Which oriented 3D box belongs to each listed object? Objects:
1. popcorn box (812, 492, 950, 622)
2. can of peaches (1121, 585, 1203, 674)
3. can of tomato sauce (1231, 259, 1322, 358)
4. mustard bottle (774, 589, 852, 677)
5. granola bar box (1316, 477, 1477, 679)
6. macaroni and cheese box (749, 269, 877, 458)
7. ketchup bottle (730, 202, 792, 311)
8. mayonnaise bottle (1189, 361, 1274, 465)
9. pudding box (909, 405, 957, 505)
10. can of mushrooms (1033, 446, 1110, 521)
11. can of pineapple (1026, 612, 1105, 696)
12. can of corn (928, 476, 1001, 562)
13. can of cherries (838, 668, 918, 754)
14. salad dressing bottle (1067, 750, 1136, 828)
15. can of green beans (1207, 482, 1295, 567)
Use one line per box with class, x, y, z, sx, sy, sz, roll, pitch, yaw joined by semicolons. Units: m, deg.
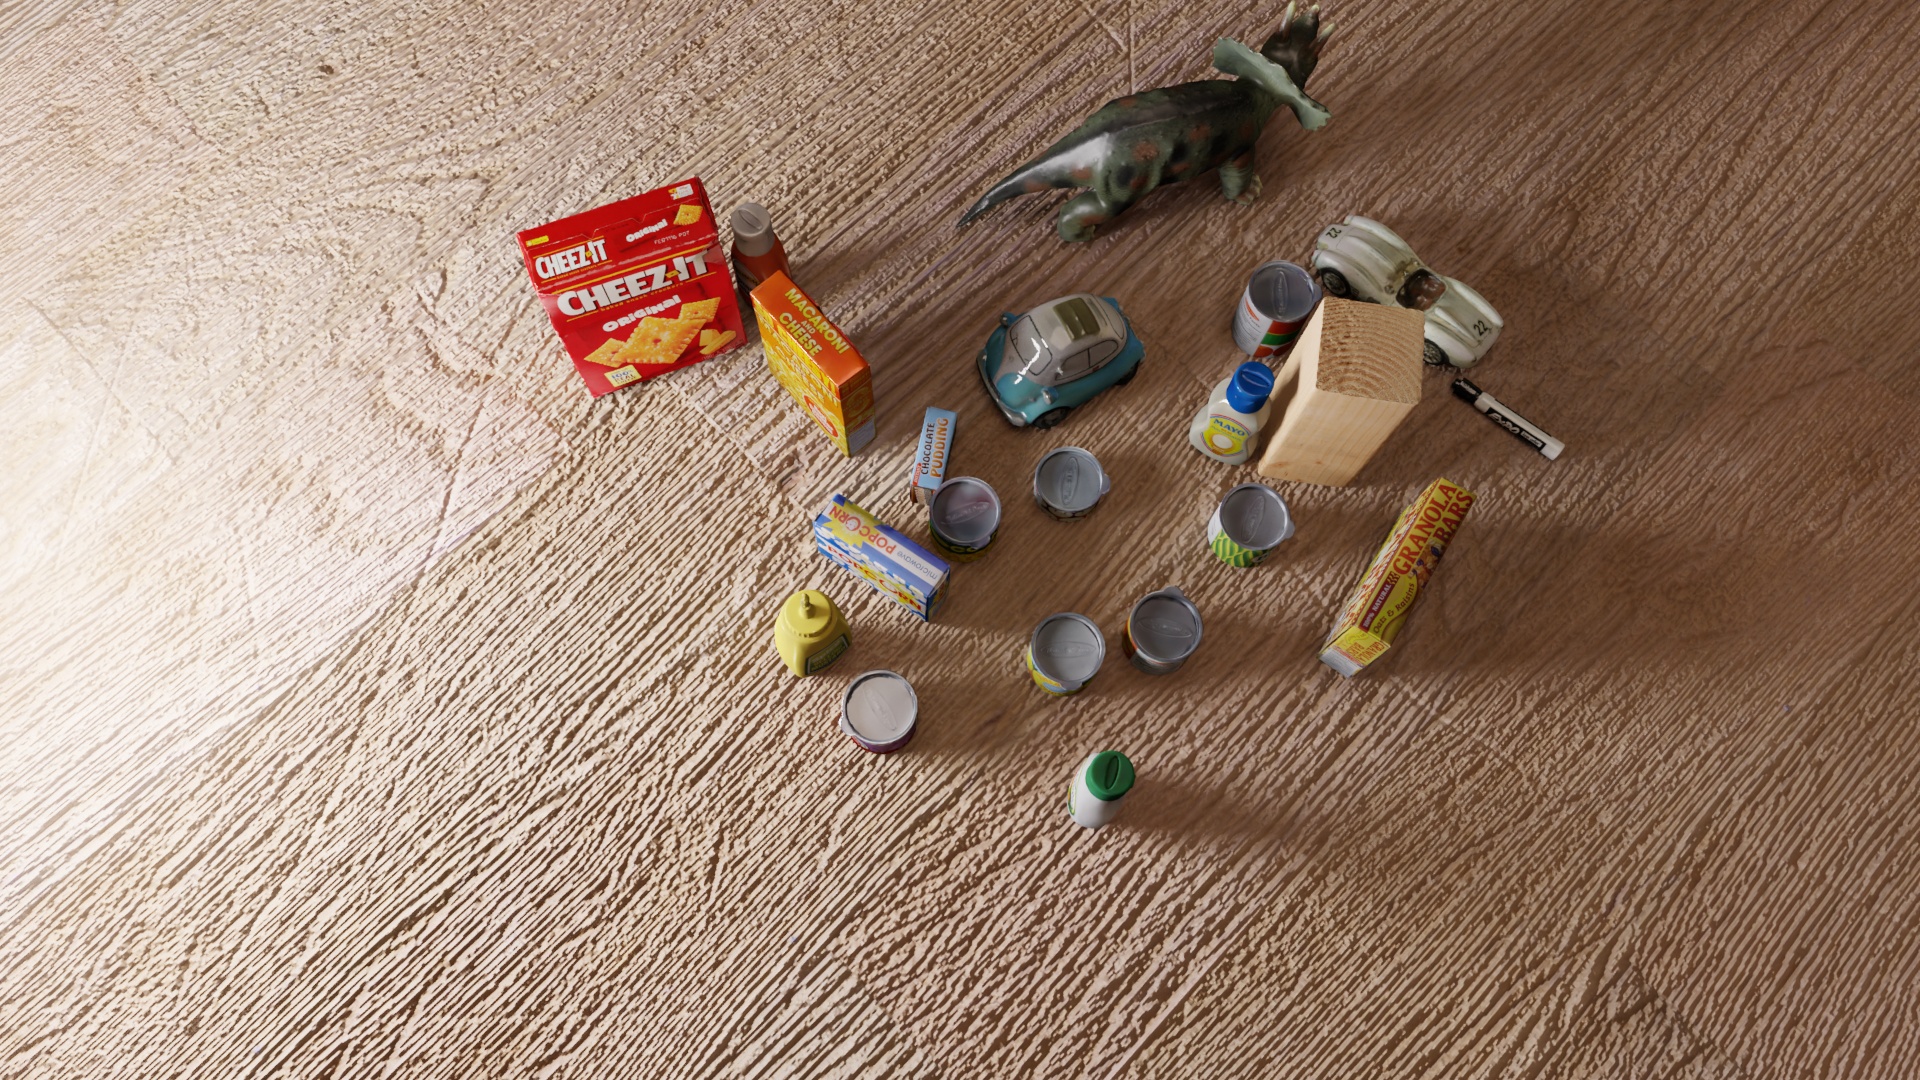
popcorn box;-0.070;0.017;1.260;0.127;0.085;0.038;33;74;9
can of peaches;0.183;0.082;1.261;0.071;0.058;0.071;1;72;-2
can of tomato sauce;0.307;-0.224;1.355;0.071;0.083;0.071;1;72;-2
mustard bottle;-0.129;0.075;1.199;0.065;0.159;0.049;-35;76;-12
granola bar box;0.389;0.035;1.248;0.039;0.124;0.166;32;74;9
macaroni and cheese box;-0.132;-0.159;1.275;0.040;0.166;0.124;-40;77;-13
ketchup bottle;-0.191;-0.267;1.319;0.065;0.148;0.043;40;75;11
mayonnaise bottle;0.255;-0.118;1.283;0.065;0.147;0.041;26;73;7
pudding box;-0.026;-0.079;1.313;0.030;0.049;0.084;12;71;2
can of mushrooms;0.105;-0.052;1.317;0.071;0.033;0.071;1;71;-2
can of pineapple;0.094;0.105;1.250;0.071;0.057;0.071;1;72;-2
can of corn;0.005;-0.016;1.288;0.071;0.058;0.071;1;72;-2
can of cherries;-0.073;0.153;1.228;0.071;0.058;0.071;1;72;-2
salad dressing bottle;0.119;0.206;1.170;0.044;0.147;0.064;17;72;4
can of green beans;0.268;-0.013;1.296;0.071;0.057;0.071;1;72;-2
